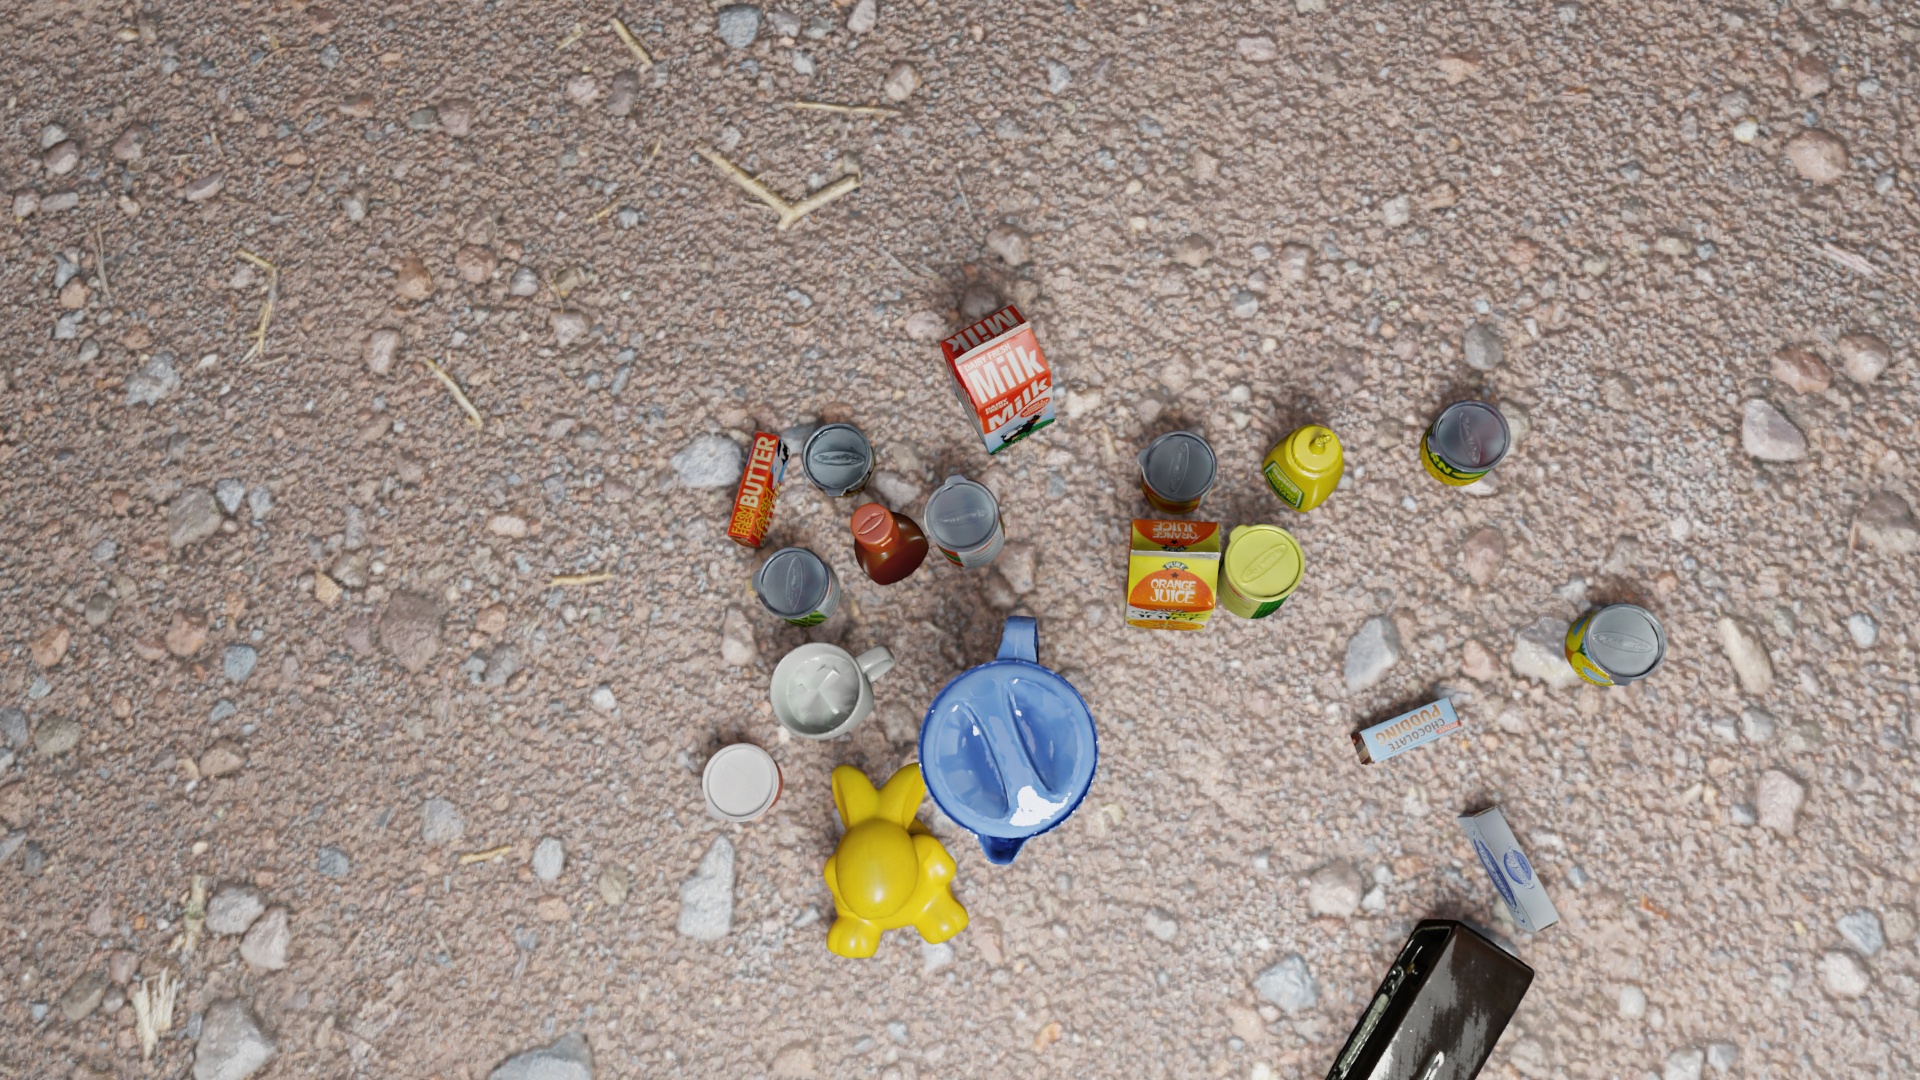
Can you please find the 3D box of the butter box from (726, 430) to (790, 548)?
[{"bbox_3d":[-0.188,-0.046,1.296,0.024,0.053,0.103,13,80,8],"label":"butter box"}]

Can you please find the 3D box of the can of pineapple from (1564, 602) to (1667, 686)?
[{"bbox_3d":[0.559,0.092,1.190,0.071,0.057,0.071,-1,78,5],"label":"can of pineapple"}]

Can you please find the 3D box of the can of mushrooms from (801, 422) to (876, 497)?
[{"bbox_3d":[-0.114,-0.072,1.305,0.071,0.033,0.071,-1,78,5],"label":"can of mushrooms"}]

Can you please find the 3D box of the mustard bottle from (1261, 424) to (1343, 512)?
[{"bbox_3d":[0.299,-0.068,1.198,0.049,0.160,0.065,-40,77,-3],"label":"mustard bottle"}]

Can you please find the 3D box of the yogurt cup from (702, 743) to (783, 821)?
[{"bbox_3d":[-0.191,0.216,1.239,0.072,0.054,0.072,-1,78,5],"label":"yogurt cup"}]

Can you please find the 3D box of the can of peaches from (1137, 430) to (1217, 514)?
[{"bbox_3d":[0.195,-0.061,1.259,0.071,0.058,0.071,-1,78,5],"label":"can of peaches"}]

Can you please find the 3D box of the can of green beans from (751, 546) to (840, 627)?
[{"bbox_3d":[-0.147,0.043,1.270,0.071,0.057,0.071,-1,78,5],"label":"can of green beans"}]

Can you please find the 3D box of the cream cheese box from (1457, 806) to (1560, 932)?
[{"bbox_3d":[0.458,0.274,1.163,0.024,0.053,0.104,-26,77,0],"label":"cream cheese box"}]

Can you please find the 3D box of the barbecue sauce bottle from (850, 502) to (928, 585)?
[{"bbox_3d":[-0.066,0.001,1.225,0.065,0.148,0.044,-38,77,-3],"label":"barbecue sauce bottle"}]

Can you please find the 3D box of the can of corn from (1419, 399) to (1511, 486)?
[{"bbox_3d":[0.446,-0.085,1.239,0.071,0.058,0.071,-1,78,5],"label":"can of corn"}]

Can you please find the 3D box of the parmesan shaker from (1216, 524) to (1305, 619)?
[{"bbox_3d":[0.258,0.026,1.211,0.071,0.103,0.071,-1,78,6],"label":"parmesan shaker"}]

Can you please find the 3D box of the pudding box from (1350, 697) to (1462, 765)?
[{"bbox_3d":[0.383,0.165,1.196,0.084,0.049,0.030,-22,77,1],"label":"pudding box"}]

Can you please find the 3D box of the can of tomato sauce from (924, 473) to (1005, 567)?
[{"bbox_3d":[0.004,-0.016,1.255,0.071,0.083,0.071,-1,78,6],"label":"can of tomato sauce"}]

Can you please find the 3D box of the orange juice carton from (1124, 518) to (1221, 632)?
[{"bbox_3d":[0.177,0.028,1.173,0.072,0.192,0.073,3,79,6],"label":"orange juice carton"}]

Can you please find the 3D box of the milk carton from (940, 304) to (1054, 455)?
[{"bbox_3d":[0.034,-0.144,1.225,0.072,0.190,0.073,-29,77,0],"label":"milk carton"}]
